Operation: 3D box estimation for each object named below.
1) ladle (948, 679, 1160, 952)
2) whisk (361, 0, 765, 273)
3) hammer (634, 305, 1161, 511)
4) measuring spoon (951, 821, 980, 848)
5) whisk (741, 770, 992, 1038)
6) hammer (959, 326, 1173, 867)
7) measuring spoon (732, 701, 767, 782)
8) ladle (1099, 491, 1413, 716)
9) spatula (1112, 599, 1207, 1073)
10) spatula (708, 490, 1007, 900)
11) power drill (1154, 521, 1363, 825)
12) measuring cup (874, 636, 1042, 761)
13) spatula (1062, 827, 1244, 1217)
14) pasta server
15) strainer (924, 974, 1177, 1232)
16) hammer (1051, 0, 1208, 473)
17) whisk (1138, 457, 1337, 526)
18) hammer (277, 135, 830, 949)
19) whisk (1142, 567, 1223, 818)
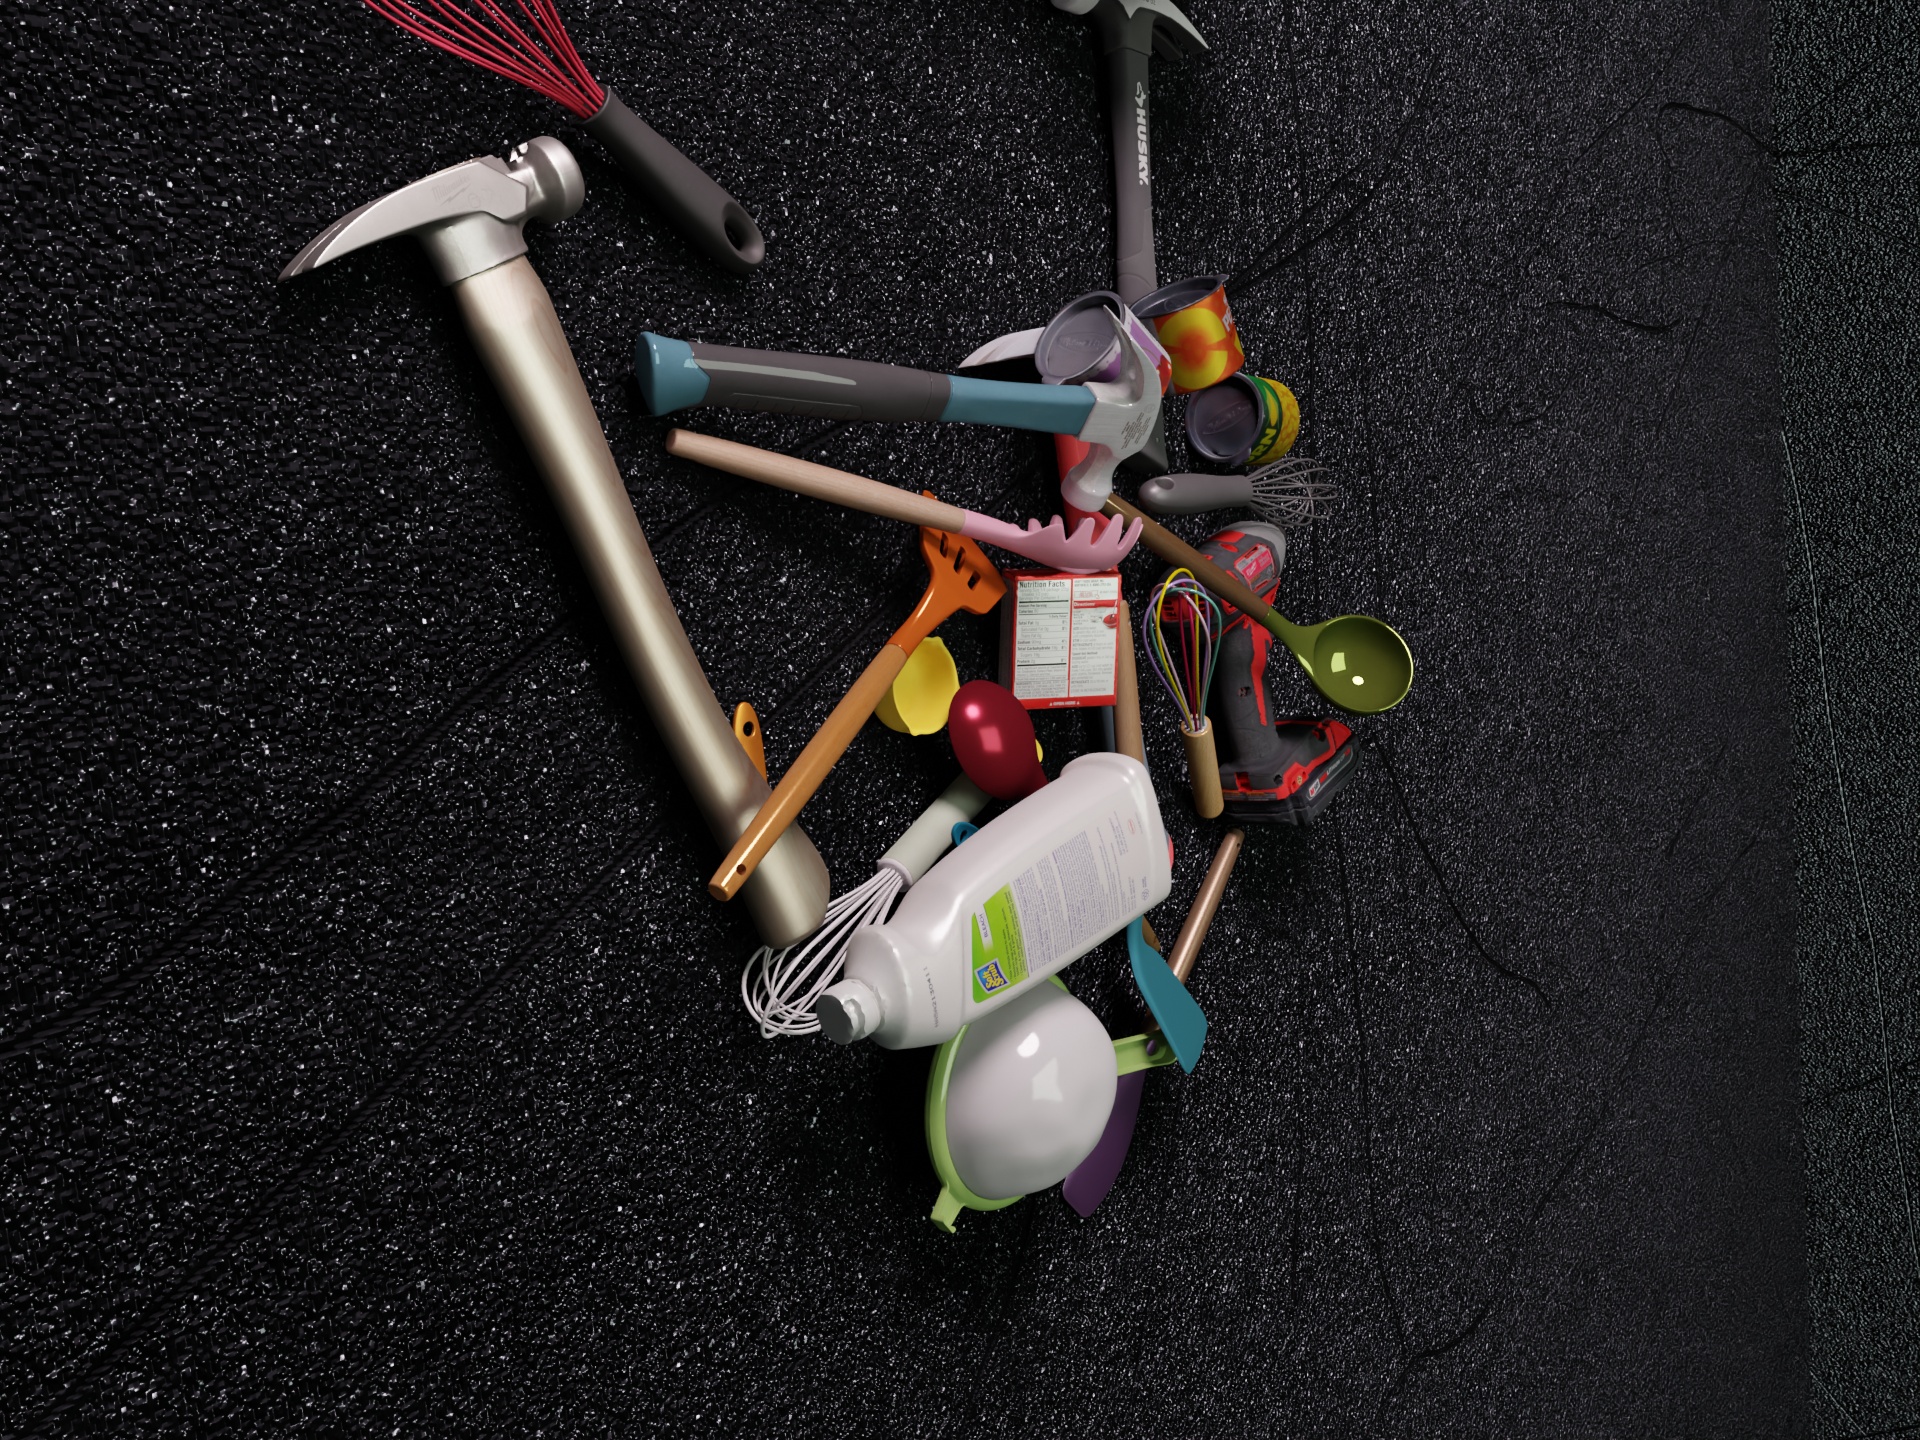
[{"bbox_3d":[0.073,0.077,1.039,0.315,0.031,0.069,53,46,-45],"label":"ladle"},{"bbox_3d":[-0.185,-0.298,0.737,0.295,0.073,0.073,35,65,-51],"label":"whisk"},{"bbox_3d":[-0.024,-0.177,0.876,0.331,0.033,0.128,-3,138,-35],"label":"hammer"},{"bbox_3d":[0.014,0.087,0.978,0.128,0.021,0.042,46,59,-56],"label":"measuring spoon"},{"bbox_3d":[-0.042,0.095,0.920,0.246,0.058,0.059,-46,158,-42],"label":"whisk"},{"bbox_3d":[0.086,-0.068,1.066,0.143,0.038,0.386,-23,108,-45],"label":"hammer"},{"bbox_3d":[-0.108,0.048,0.861,0.021,0.011,0.117,-16,103,-48],"label":"measuring spoon"},{"bbox_3d":[0.201,-0.089,1.097,0.319,0.062,0.078,29,63,-34],"label":"ladle"},{"bbox_3d":[0.128,0.076,1.063,0.082,0.044,0.317,-39,125,-66],"label":"spatula"},{"bbox_3d":[-0.052,-0.018,0.866,0.081,0.041,0.323,49,48,-17],"label":"spatula"},{"bbox_3d":[0.227,-0.040,1.204,0.143,0.078,0.219,-38,115,-42],"label":"power drill"},{"bbox_3d":[-0.002,-0.003,0.975,0.156,0.029,0.062,32,67,-48],"label":"measuring cup"},{"bbox_3d":[0.146,0.210,1.155,0.059,0.018,0.316,52,55,-39],"label":"spatula"},{"bbox_3d":[-0.022,-0.127,0.905,0.316,0.060,0.040,10,90,-36],"label":"pasta server"},{"bbox_3d":[0.084,0.225,0.990,0.256,0.069,0.151,1,93,-50],"label":"strainer"},{"bbox_3d":[0.124,-0.341,1.108,0.146,0.035,0.335,-8,97,-48],"label":"hammer"},{"bbox_3d":[0.201,-0.162,1.142,0.239,0.055,0.055,-11,99,-48],"label":"whisk"},{"bbox_3d":[-0.166,-0.058,0.766,0.146,0.038,0.410,-41,119,-39],"label":"hammer"},{"bbox_3d":[0.165,-0.013,1.114,0.244,0.051,0.047,71,18,-47],"label":"whisk"}]
